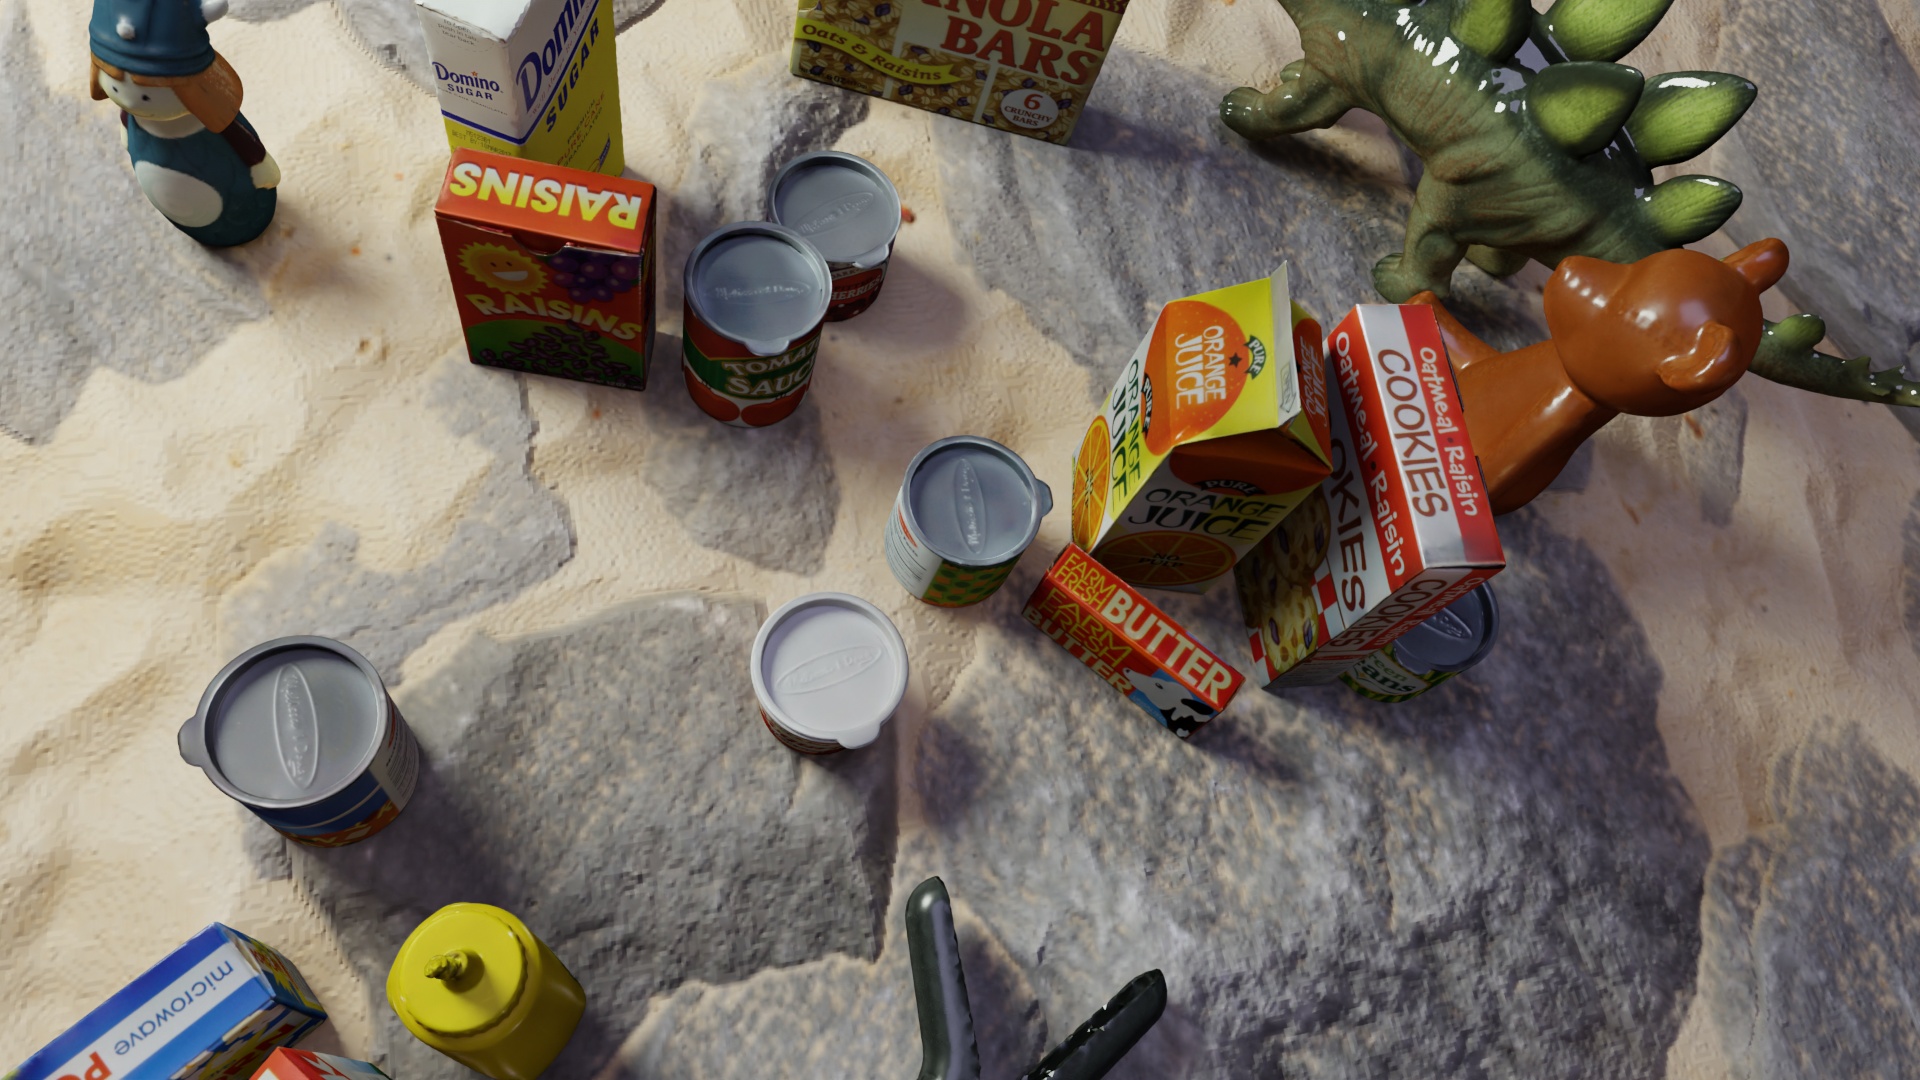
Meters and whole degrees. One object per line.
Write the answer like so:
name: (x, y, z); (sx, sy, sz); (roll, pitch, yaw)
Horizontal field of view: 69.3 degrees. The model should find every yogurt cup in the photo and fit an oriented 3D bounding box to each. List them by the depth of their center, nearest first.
yogurt cup: (-0.060, 0.062, 0.616); (0.072, 0.053, 0.072); (5, 66, -11)

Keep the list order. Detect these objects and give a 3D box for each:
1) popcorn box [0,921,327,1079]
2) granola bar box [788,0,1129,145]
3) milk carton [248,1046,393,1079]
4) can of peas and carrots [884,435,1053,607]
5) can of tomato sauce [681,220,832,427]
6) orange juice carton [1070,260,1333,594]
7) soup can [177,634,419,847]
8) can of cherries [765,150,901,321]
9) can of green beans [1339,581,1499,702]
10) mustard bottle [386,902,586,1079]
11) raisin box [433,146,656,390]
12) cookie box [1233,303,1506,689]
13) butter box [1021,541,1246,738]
popcorn box: (-0.296, 0.195, 0.488); (0.127, 0.085, 0.038); (-39, 80, -24)
granola bar box: (-0.003, -0.282, 0.739); (0.166, 0.123, 0.039); (13, 65, -7)
milk carton: (-0.204, 0.215, 0.442); (0.073, 0.189, 0.072); (36, 65, 4)
can of peas and carrots: (0.002, -0.008, 0.658); (0.071, 0.058, 0.071); (5, 66, -11)
can of tomato sauce: (-0.098, -0.099, 0.661); (0.071, 0.082, 0.071); (5, 66, -11)
orange juice carton: (0.109, -0.044, 0.624); (0.073, 0.191, 0.072); (7, 66, -10)
soup can: (-0.256, 0.082, 0.546); (0.071, 0.083, 0.071); (5, 66, -11)
can of cherries: (-0.066, -0.151, 0.705); (0.071, 0.058, 0.072); (5, 66, -11)
can of green beans: (0.221, 0.042, 0.687); (0.071, 0.057, 0.071); (5, 66, -11)
mustard bottle: (-0.169, 0.158, 0.491); (0.065, 0.159, 0.049); (33, 64, 2)
raisin box: (-0.183, -0.118, 0.628); (0.086, 0.123, 0.040); (10, 66, -9)
cookie box: (0.176, -0.014, 0.640); (0.040, 0.166, 0.123); (-2, 68, -14)
butter box: (0.079, 0.048, 0.654); (0.103, 0.053, 0.024); (38, 65, 5)
